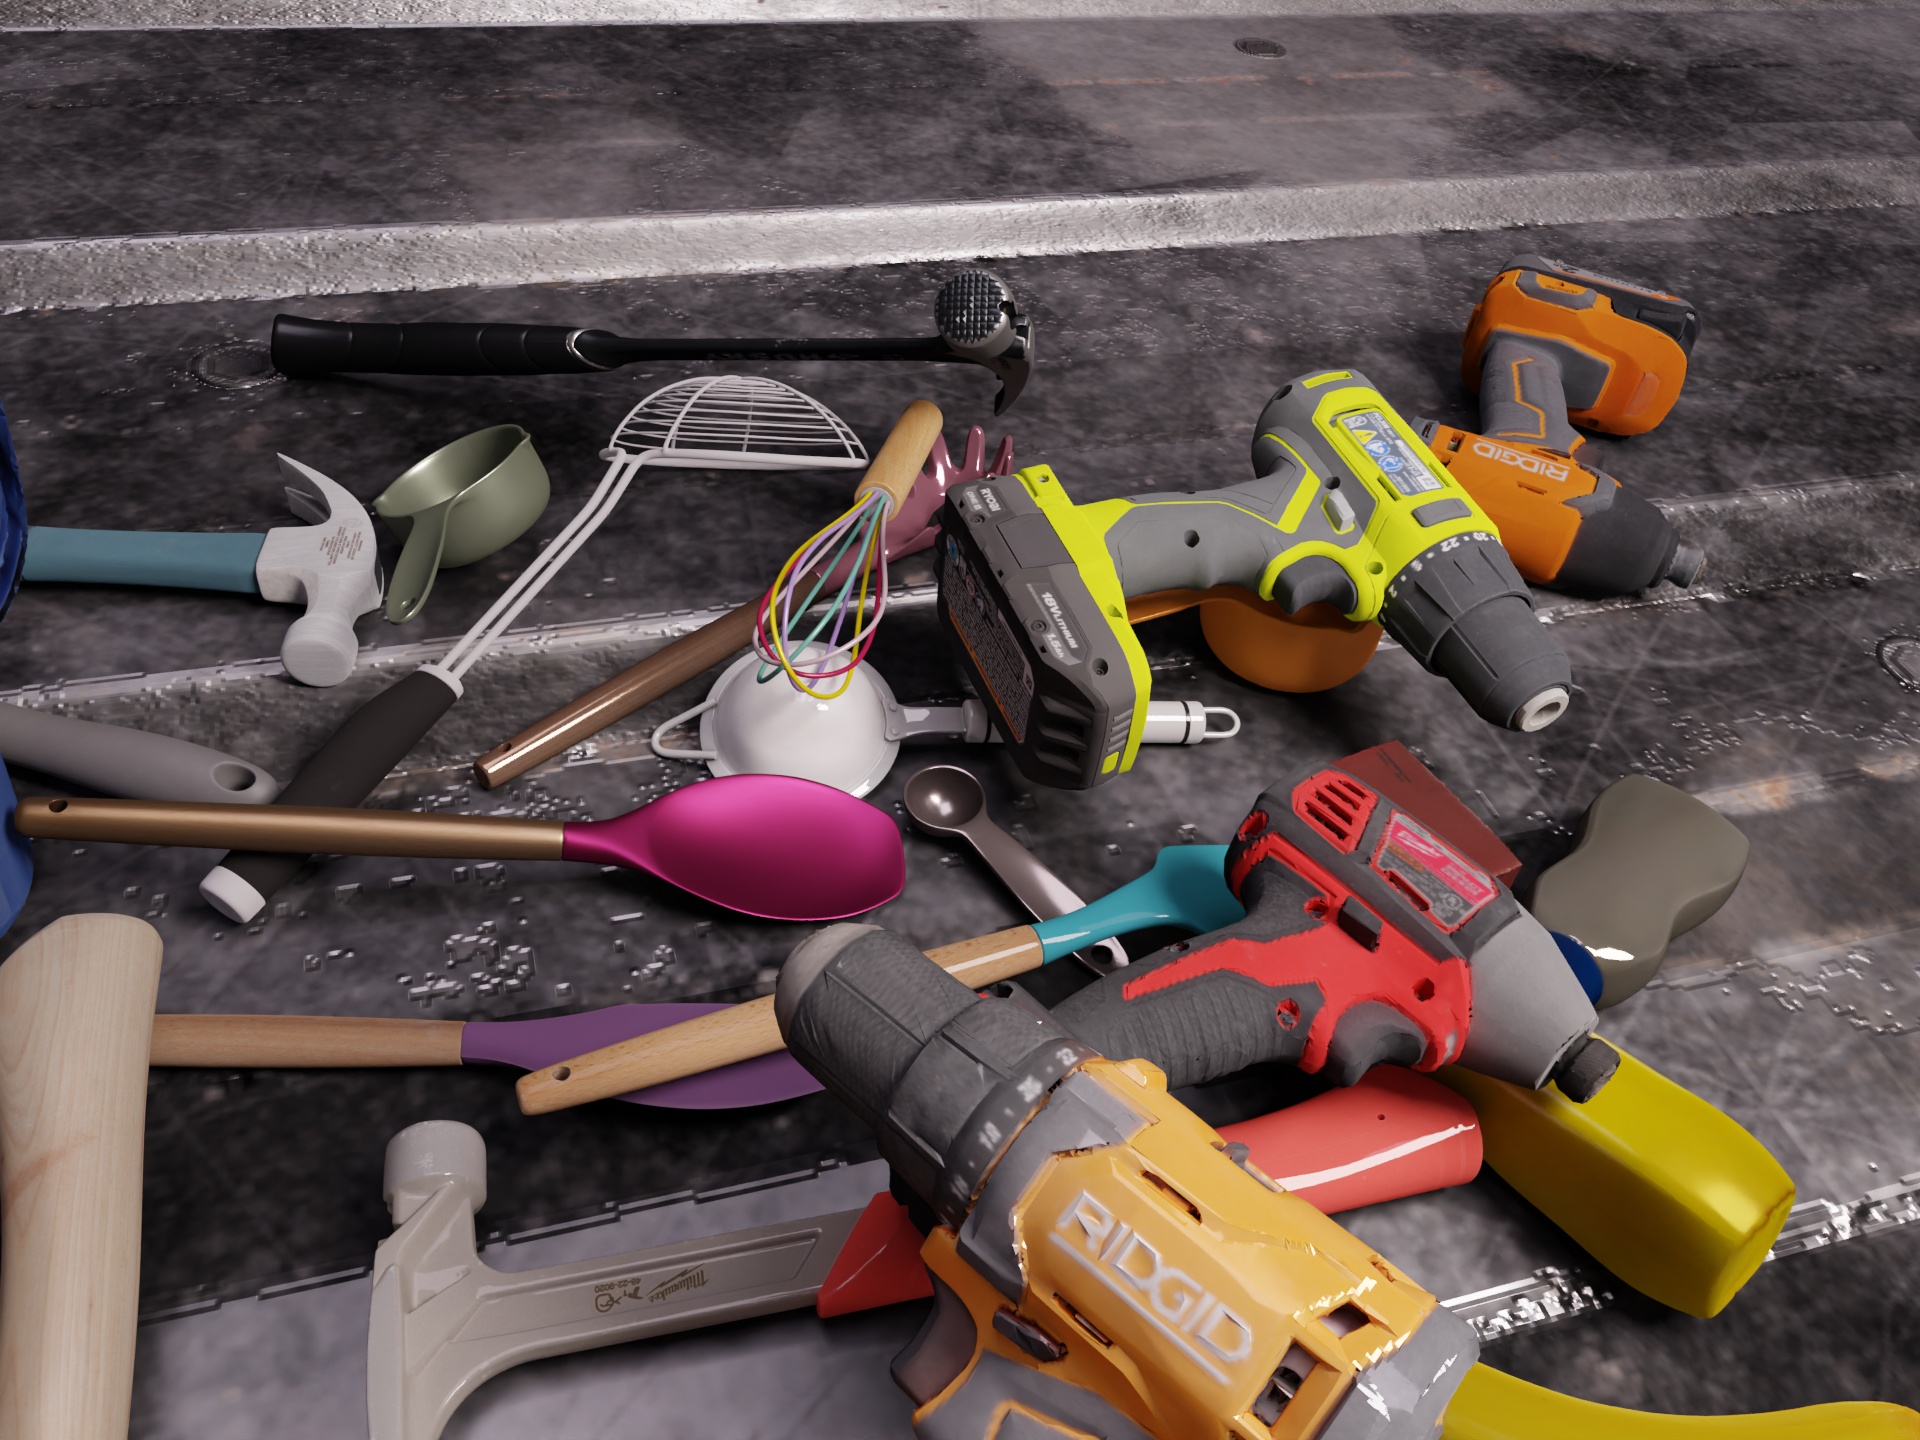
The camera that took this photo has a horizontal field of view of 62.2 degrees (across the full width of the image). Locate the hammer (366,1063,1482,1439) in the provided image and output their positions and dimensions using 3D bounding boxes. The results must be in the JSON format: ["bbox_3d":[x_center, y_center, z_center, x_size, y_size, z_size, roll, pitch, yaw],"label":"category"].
[{"bbox_3d":[0.003,0.170,0.503,0.359,0.036,0.149,-6,45,-14],"label":"hammer"}]

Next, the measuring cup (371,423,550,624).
[{"bbox_3d":[-0.224,-0.076,0.704,0.083,0.038,0.168,-21,35,8],"label":"measuring cup"}]

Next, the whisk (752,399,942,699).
[{"bbox_3d":[-0.042,-0.083,0.705,0.047,0.051,0.245,32,35,-9],"label":"whisk"}]

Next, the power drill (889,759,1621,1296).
[{"bbox_3d":[0.097,0.107,0.497,0.219,0.078,0.143,-28,54,-31],"label":"power drill"}]

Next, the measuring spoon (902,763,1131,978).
[{"bbox_3d":[0.022,0.064,0.637,0.034,0.018,0.124,-31,62,-31],"label":"measuring spoon"}]

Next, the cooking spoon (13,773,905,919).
[{"bbox_3d":[-0.176,0.044,0.598,0.318,0.017,0.069,4,50,-16],"label":"cooking spoon"}]

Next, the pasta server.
[{"bbox_3d":[-0.088,-0.058,0.730,0.060,0.040,0.316,24,45,37],"label":"pasta server"}]

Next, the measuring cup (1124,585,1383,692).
[{"bbox_3d":[0.117,-0.045,0.737,0.173,0.052,0.095,-13,48,-15],"label":"measuring cup"}]

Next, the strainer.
[{"bbox_3d":[-0.001,-0.002,0.684,0.258,0.050,0.087,0,59,-12],"label":"strainer"}]

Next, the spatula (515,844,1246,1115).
[{"bbox_3d":[0.003,0.096,0.569,0.317,0.044,0.082,-12,47,-22],"label":"spatula"}]

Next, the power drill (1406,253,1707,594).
[{"bbox_3d":[0.333,-0.155,0.866,0.164,0.084,0.227,23,49,15],"label":"power drill"}]

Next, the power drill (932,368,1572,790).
[{"bbox_3d":[0.121,-0.052,0.660,0.228,0.080,0.191,-15,54,-17],"label":"power drill"}]

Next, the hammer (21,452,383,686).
[{"bbox_3d":[-0.425,-0.074,0.701,0.331,0.033,0.128,2,44,-6],"label":"hammer"}]

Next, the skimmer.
[{"bbox_3d":[-0.172,-0.037,0.696,0.127,0.090,0.363,7,49,36],"label":"skimmer"}]

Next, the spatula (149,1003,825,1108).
[{"bbox_3d":[-0.197,0.112,0.546,0.316,0.018,0.060,2,25,-5],"label":"spatula"}]

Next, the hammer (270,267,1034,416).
[{"bbox_3d":[-0.162,-0.187,0.801,0.409,0.036,0.149,3,-2,12],"label":"hammer"}]

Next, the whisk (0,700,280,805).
[{"bbox_3d":[-0.381,0.001,0.624,0.239,0.055,0.055,15,43,1],"label":"whisk"}]

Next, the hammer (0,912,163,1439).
[{"bbox_3d":[-0.226,0.219,0.405,0.146,0.038,0.411,-5,47,-16],"label":"hammer"}]

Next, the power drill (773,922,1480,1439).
[{"bbox_3d":[-0.018,0.175,0.375,0.185,0.084,0.226,35,90,26],"label":"power drill"}]
